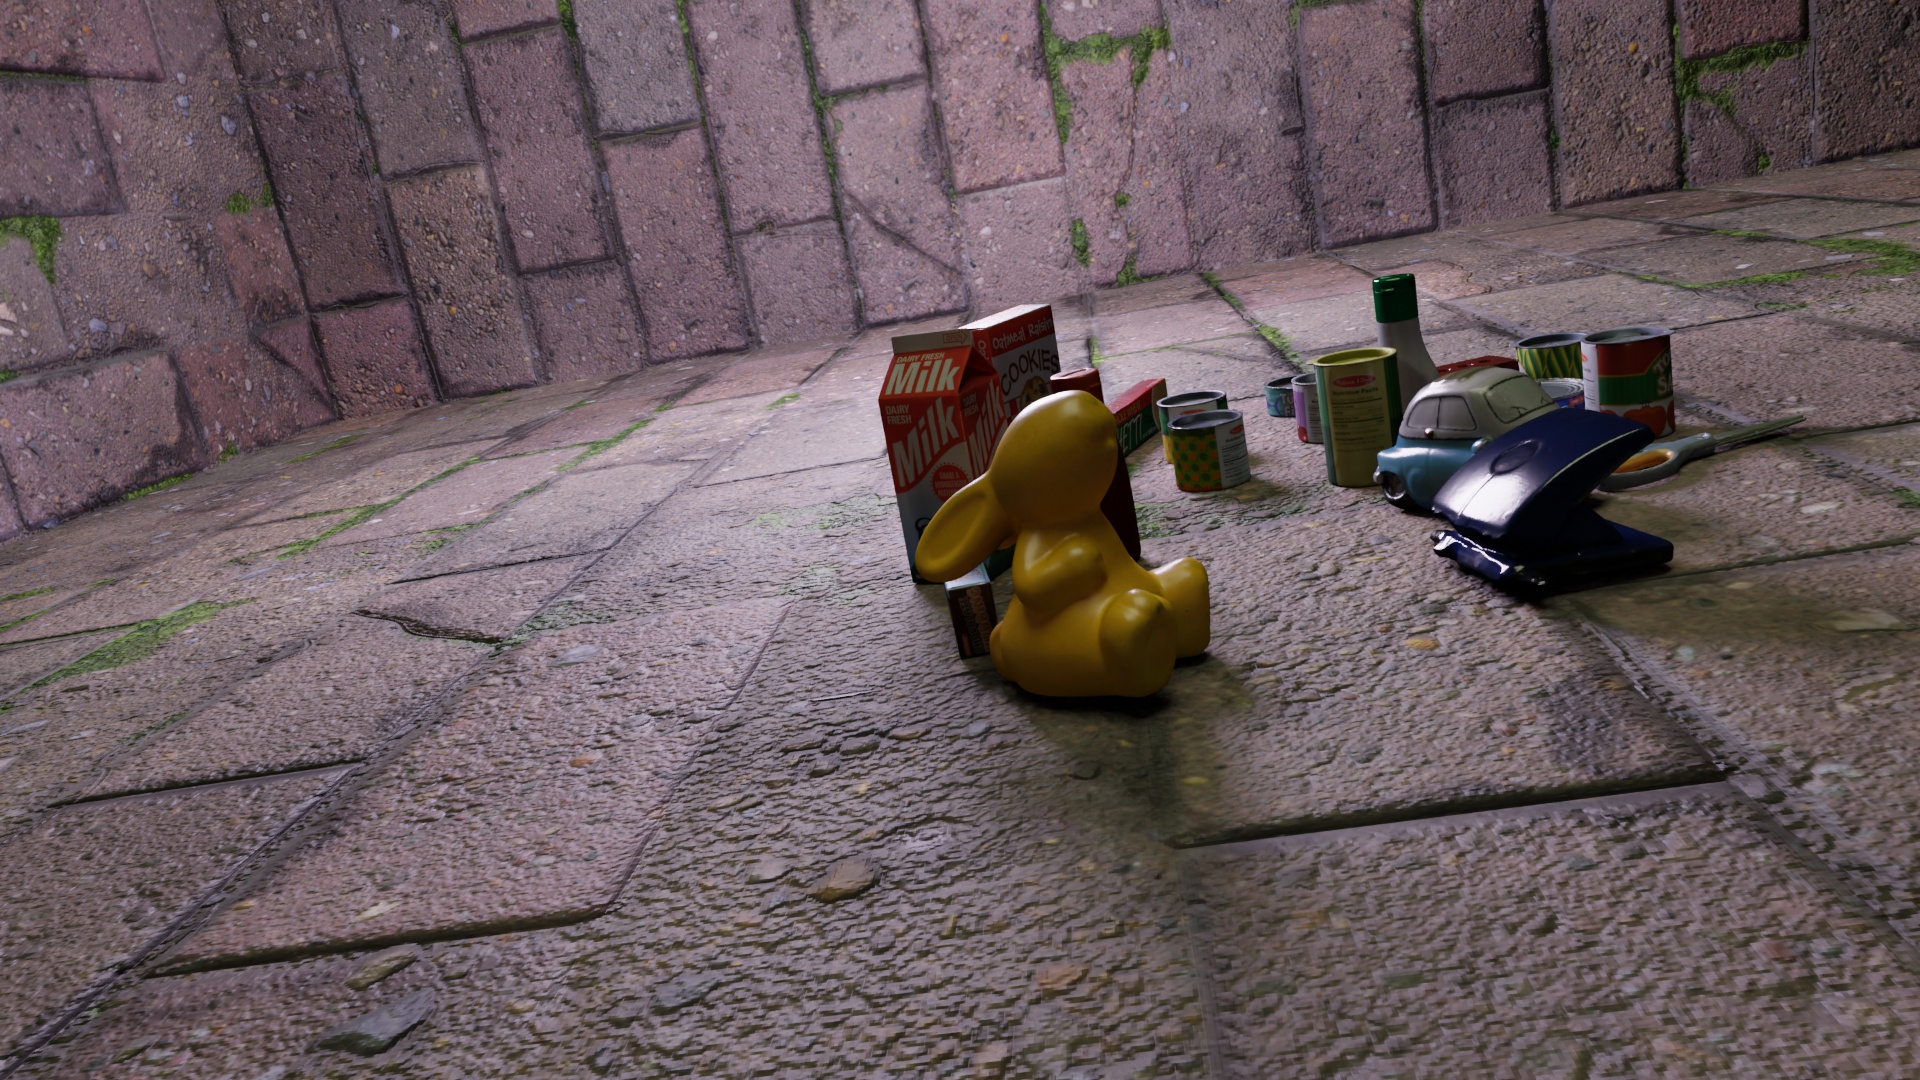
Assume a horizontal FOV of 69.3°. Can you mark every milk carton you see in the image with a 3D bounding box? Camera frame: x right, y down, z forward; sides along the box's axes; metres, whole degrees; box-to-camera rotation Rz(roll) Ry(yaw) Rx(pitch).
[{"bbox_3d":[-0.007,-0.067,1.075,0.072,0.190,0.074,-2,16,29],"label":"milk carton"}]

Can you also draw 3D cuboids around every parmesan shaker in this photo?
[{"bbox_3d":[0.327,-0.101,1.142,0.071,0.102,0.071,-10,14,3],"label":"parmesan shaker"}]

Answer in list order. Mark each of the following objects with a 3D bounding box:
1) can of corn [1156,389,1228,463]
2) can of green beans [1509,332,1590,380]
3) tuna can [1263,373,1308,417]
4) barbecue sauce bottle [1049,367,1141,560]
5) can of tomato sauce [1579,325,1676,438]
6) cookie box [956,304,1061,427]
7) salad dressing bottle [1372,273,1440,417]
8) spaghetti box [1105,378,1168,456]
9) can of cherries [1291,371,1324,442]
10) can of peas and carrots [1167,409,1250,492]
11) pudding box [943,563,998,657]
[{"bbox_3d":[0.226,-0.109,1.329,0.071,0.058,0.071,-10,15,3],"label":"can of corn"},{"bbox_3d":[0.552,-0.158,1.288,0.071,0.057,0.071,-10,15,3],"label":"can of green beans"},{"bbox_3d":[0.352,-0.151,1.448,0.071,0.032,0.071,-10,15,3],"label":"tuna can"},{"bbox_3d":[0.096,-0.051,1.025,0.043,0.148,0.065,4,20,45],"label":"barbecue sauce bottle"},{"bbox_3d":[0.544,-0.127,1.128,0.071,0.083,0.071,-10,14,3],"label":"can of tomato sauce"},{"bbox_3d":[0.053,-0.131,1.315,0.040,0.167,0.123,-1,17,33],"label":"cookie box"},{"bbox_3d":[0.392,-0.161,1.233,0.064,0.147,0.044,0,18,36],"label":"salad dressing bottle"},{"bbox_3d":[0.161,-0.115,1.410,0.028,0.050,0.251,-3,17,28],"label":"spaghetti box"},{"bbox_3d":[0.350,-0.128,1.313,0.071,0.058,0.072,-10,15,3],"label":"can of cherries"},{"bbox_3d":[0.217,-0.079,1.223,0.071,0.058,0.071,-10,15,3],"label":"can of peas and carrots"},{"bbox_3d":[0.007,0.041,0.934,0.030,0.049,0.084,-11,15,-2],"label":"pudding box"}]
